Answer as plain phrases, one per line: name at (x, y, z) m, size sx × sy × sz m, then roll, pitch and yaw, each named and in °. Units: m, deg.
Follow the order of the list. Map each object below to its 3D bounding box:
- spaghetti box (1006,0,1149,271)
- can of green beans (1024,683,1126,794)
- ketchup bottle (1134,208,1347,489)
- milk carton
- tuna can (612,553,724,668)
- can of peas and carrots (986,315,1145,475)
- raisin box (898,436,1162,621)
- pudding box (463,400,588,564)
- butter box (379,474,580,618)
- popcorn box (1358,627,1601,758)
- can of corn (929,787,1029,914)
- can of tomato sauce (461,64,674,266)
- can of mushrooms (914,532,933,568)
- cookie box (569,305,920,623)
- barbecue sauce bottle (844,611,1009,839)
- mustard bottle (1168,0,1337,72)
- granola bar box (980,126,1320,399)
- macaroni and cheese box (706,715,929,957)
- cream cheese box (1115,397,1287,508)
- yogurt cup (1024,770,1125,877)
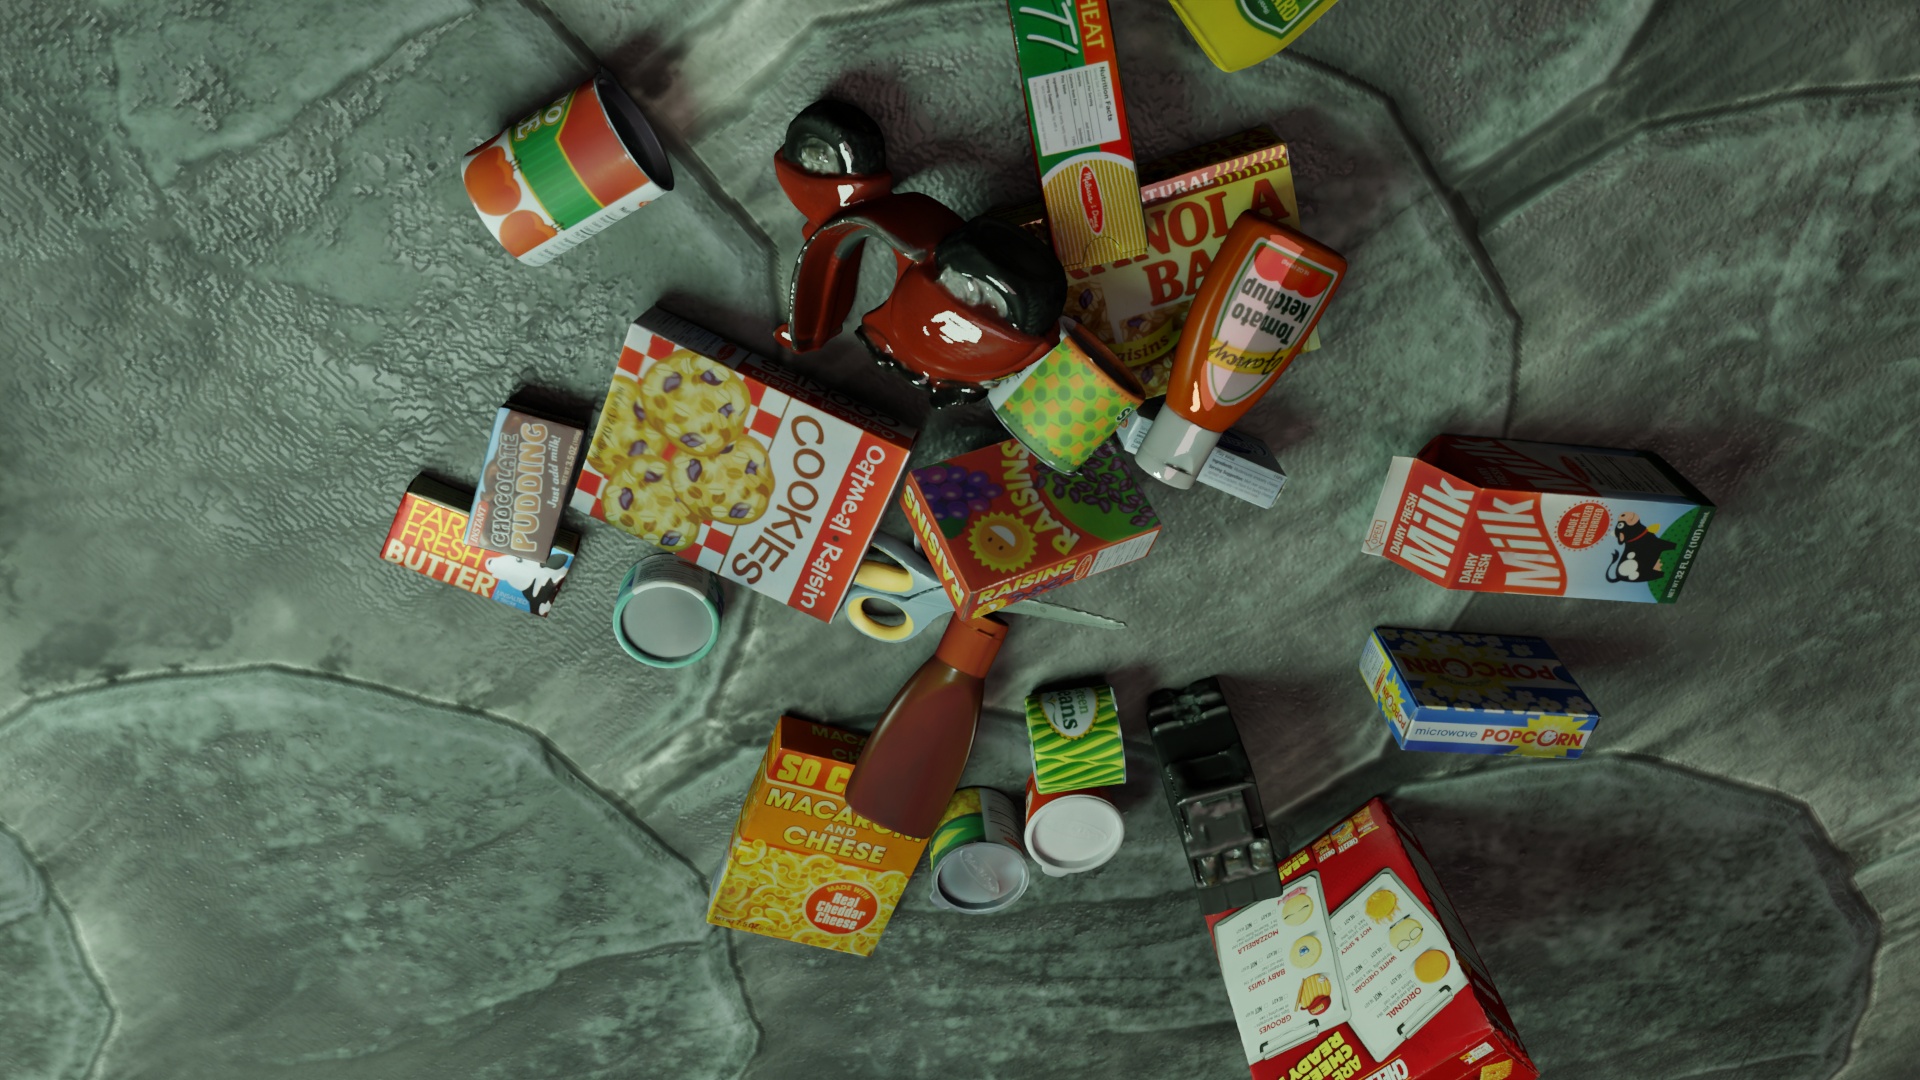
spaghetti box at (0.048, -0.261, 0.684) m, size 0.050 × 0.029 × 0.249 m, roll -12°, pitch 110°, yaw 2°
can of green beans at (0.075, 0.131, 0.917) m, size 0.058 × 0.071 × 0.071 m, roll -7°, pitch 121°, yaw 0°
ketchup bottle at (0.144, -0.099, 0.749) m, size 0.065 × 0.044 × 0.148 m, roll 21°, pitch 111°, yaw -16°
milk carton at (0.347, -0.014, 0.854) m, size 0.191 × 0.074 × 0.072 m, roll 5°, pitch 120°, yaw -8°
tuna can at (-0.181, 0.046, 0.863) m, size 0.071 × 0.033 × 0.070 m, roll -2°, pitch 120°, yaw -4°
can of peas and carrots at (0.059, -0.077, 0.748) m, size 0.071 × 0.071 × 0.058 m, roll 35°, pitch 111°, yaw -22°
raisin box at (0.039, -0.015, 0.794) m, size 0.124 × 0.086 × 0.040 m, roll -19°, pitch 156°, yaw -20°
pudding box at (-0.250, -0.033, 0.798) m, size 0.050 × 0.030 × 0.083 m, roll 16°, pitch 97°, yaw -14°
butter box at (-0.288, 0.004, 0.834) m, size 0.103 × 0.024 × 0.053 m, roll 22°, pitch 115°, yaw -18°
popcorn box at (0.338, 0.100, 0.913) m, size 0.127 × 0.085 × 0.038 m, roll 4°, pitch 121°, yaw -8°
can of corn at (0.009, 0.216, 0.965) m, size 0.071 × 0.058 × 0.070 m, roll -2°, pitch 121°, yaw -4°
can of tomato sauce at (-0.200, -0.189, 0.706) m, size 0.083 × 0.071 × 0.071 m, roll -27°, pitch 119°, yaw 11°
can of mushrooms at (0.003, -0.011, 0.847) m, size 0.071 × 0.033 × 0.070 m, roll -2°, pitch 121°, yaw -3°
cookie box at (-0.123, -0.042, 0.795) m, size 0.167 × 0.040 × 0.122 m, roll 25°, pitch 115°, yaw -3°
barbecue sauce bottle at (-0.016, 0.113, 0.886) m, size 0.065 × 0.044 × 0.148 m, roll 25°, pitch 94°, yaw -15°
mustard bottle at (0.180, -0.303, 0.684) m, size 0.160 × 0.049 × 0.065 m, roll -38°, pitch 118°, yaw 16°
granola bar box at (0.107, -0.145, 0.776) m, size 0.165 × 0.039 × 0.123 m, roll -16°, pitch 120°, yaw 4°
macaroni and cheese box at (-0.092, 0.206, 0.961) m, size 0.124 × 0.040 × 0.165 m, roll 17°, pitch 118°, yaw -15°
cream cheese box at (0.139, -0.056, 0.822) m, size 0.104 × 0.053 × 0.024 m, roll 20°, pitch 115°, yaw -16°
yogurt cup at (0.075, 0.186, 0.956) m, size 0.072 × 0.054 × 0.072 m, roll -2°, pitch 120°, yaw -4°
